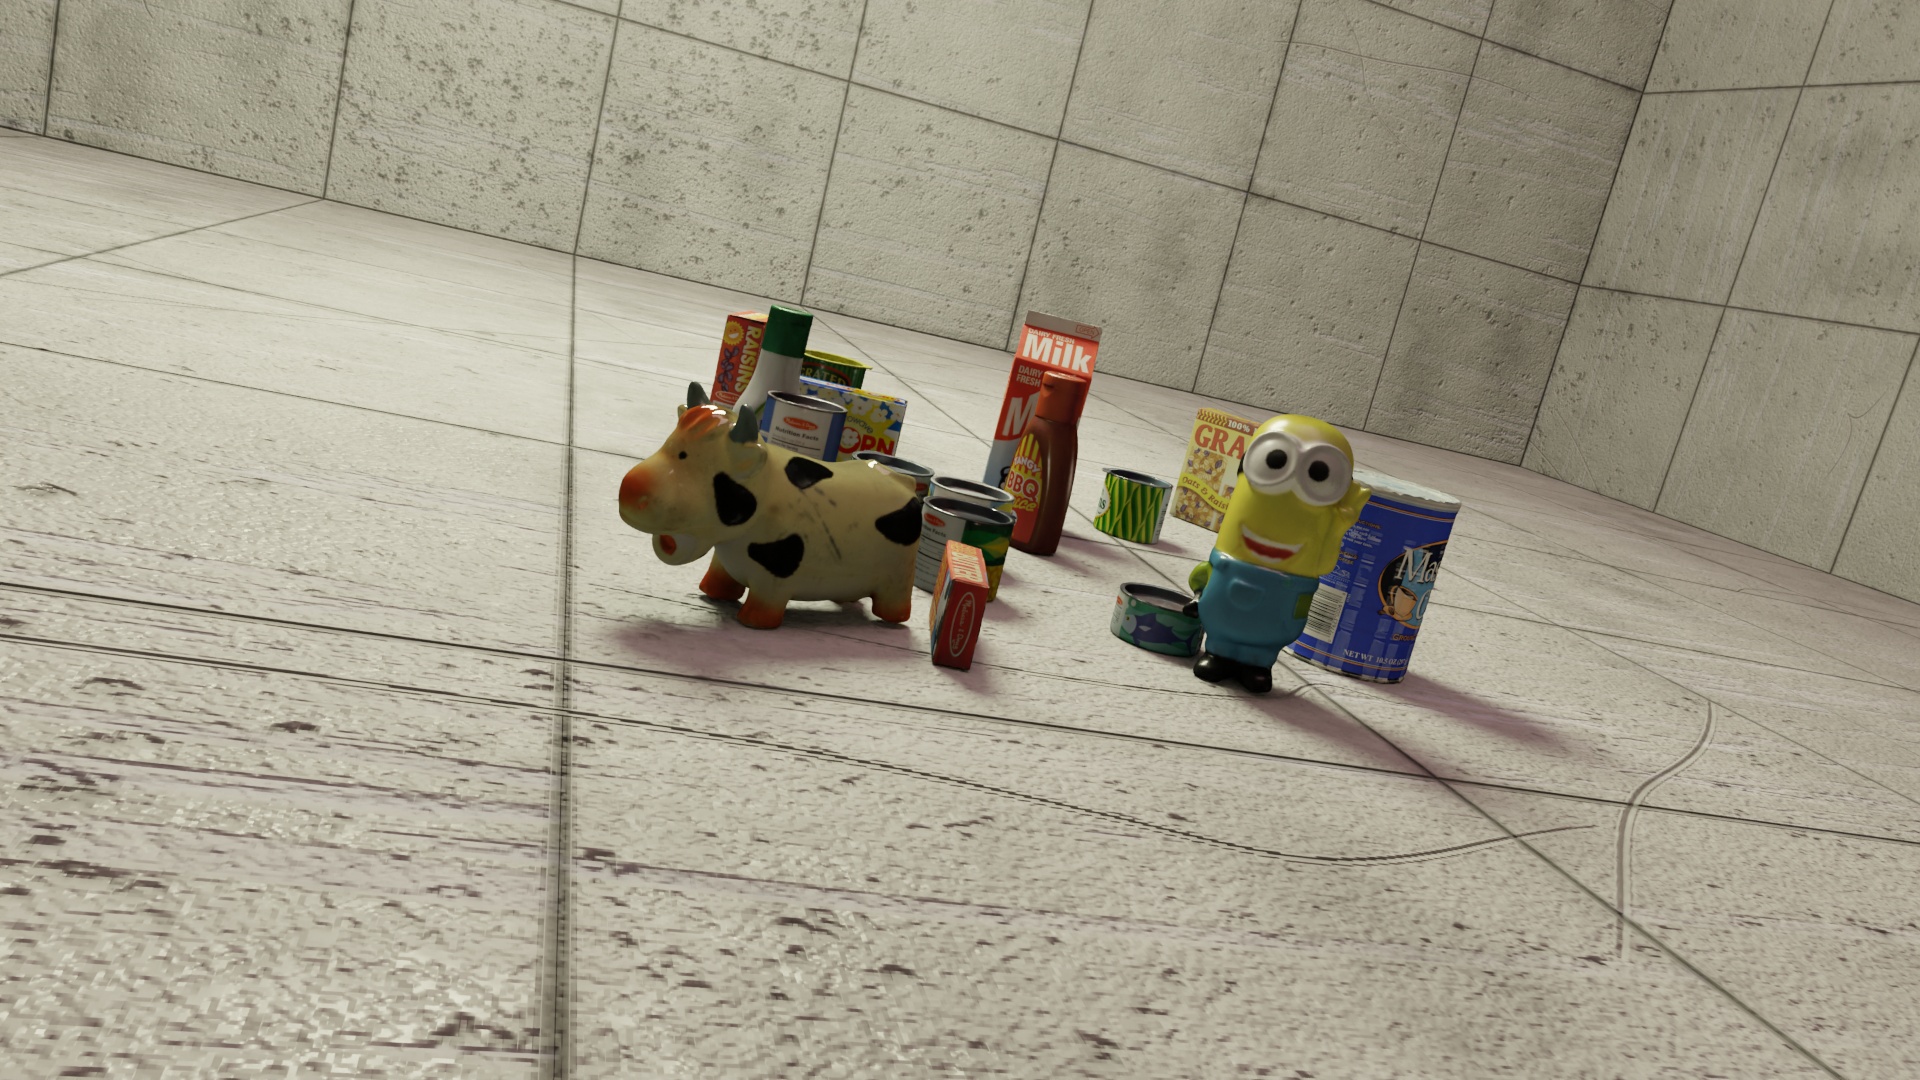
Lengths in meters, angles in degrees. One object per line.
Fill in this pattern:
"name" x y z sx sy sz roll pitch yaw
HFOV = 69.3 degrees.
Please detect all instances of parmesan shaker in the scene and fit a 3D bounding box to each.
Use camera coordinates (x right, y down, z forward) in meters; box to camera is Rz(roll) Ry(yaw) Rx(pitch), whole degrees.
"parmesan shaker" -0.128 -0.120 1.296 0.071 0.102 0.071 13 12 -3

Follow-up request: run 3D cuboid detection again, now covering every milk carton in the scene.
"milk carton" 0.070 -0.107 1.253 0.072 0.190 0.073 14 11 0

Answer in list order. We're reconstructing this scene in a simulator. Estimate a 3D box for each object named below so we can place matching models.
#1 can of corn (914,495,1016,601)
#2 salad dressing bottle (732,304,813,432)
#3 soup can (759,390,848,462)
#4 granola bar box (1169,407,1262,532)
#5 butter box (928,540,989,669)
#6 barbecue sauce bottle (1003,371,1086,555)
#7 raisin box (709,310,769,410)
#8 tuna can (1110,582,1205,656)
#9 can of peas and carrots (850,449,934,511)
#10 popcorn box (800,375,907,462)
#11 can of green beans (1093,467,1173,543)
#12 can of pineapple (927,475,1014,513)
"can of corn" 0.002 0.006 0.975 0.071 0.058 0.071 13 12 -3
"salad dressing bottle" -0.157 -0.122 1.165 0.064 0.147 0.044 6 14 -36
"soup can" -0.132 -0.073 1.122 0.071 0.083 0.071 13 12 -3
"granola bar box" 0.313 -0.061 1.472 0.166 0.124 0.039 24 15 40
"butter box" -0.002 0.037 0.841 0.024 0.053 0.104 13 12 -5
"barbecue sauce bottle" 0.071 -0.066 1.165 0.044 0.148 0.065 5 14 -37
"raisin box" -0.202 -0.150 1.298 0.040 0.123 0.086 15 12 3
"tuna can" 0.142 0.055 0.969 0.071 0.032 0.071 13 12 -3
"can of peas and carrots" -0.060 -0.034 1.085 0.071 0.058 0.071 13 12 -3
"popcorn box" -0.118 -0.098 1.247 0.127 0.085 0.038 13 12 -5
"can of green beans" 0.166 -0.034 1.342 0.071 0.057 0.071 13 12 -3
"can of pineapple" 0.004 -0.013 1.067 0.071 0.057 0.071 13 12 -3
